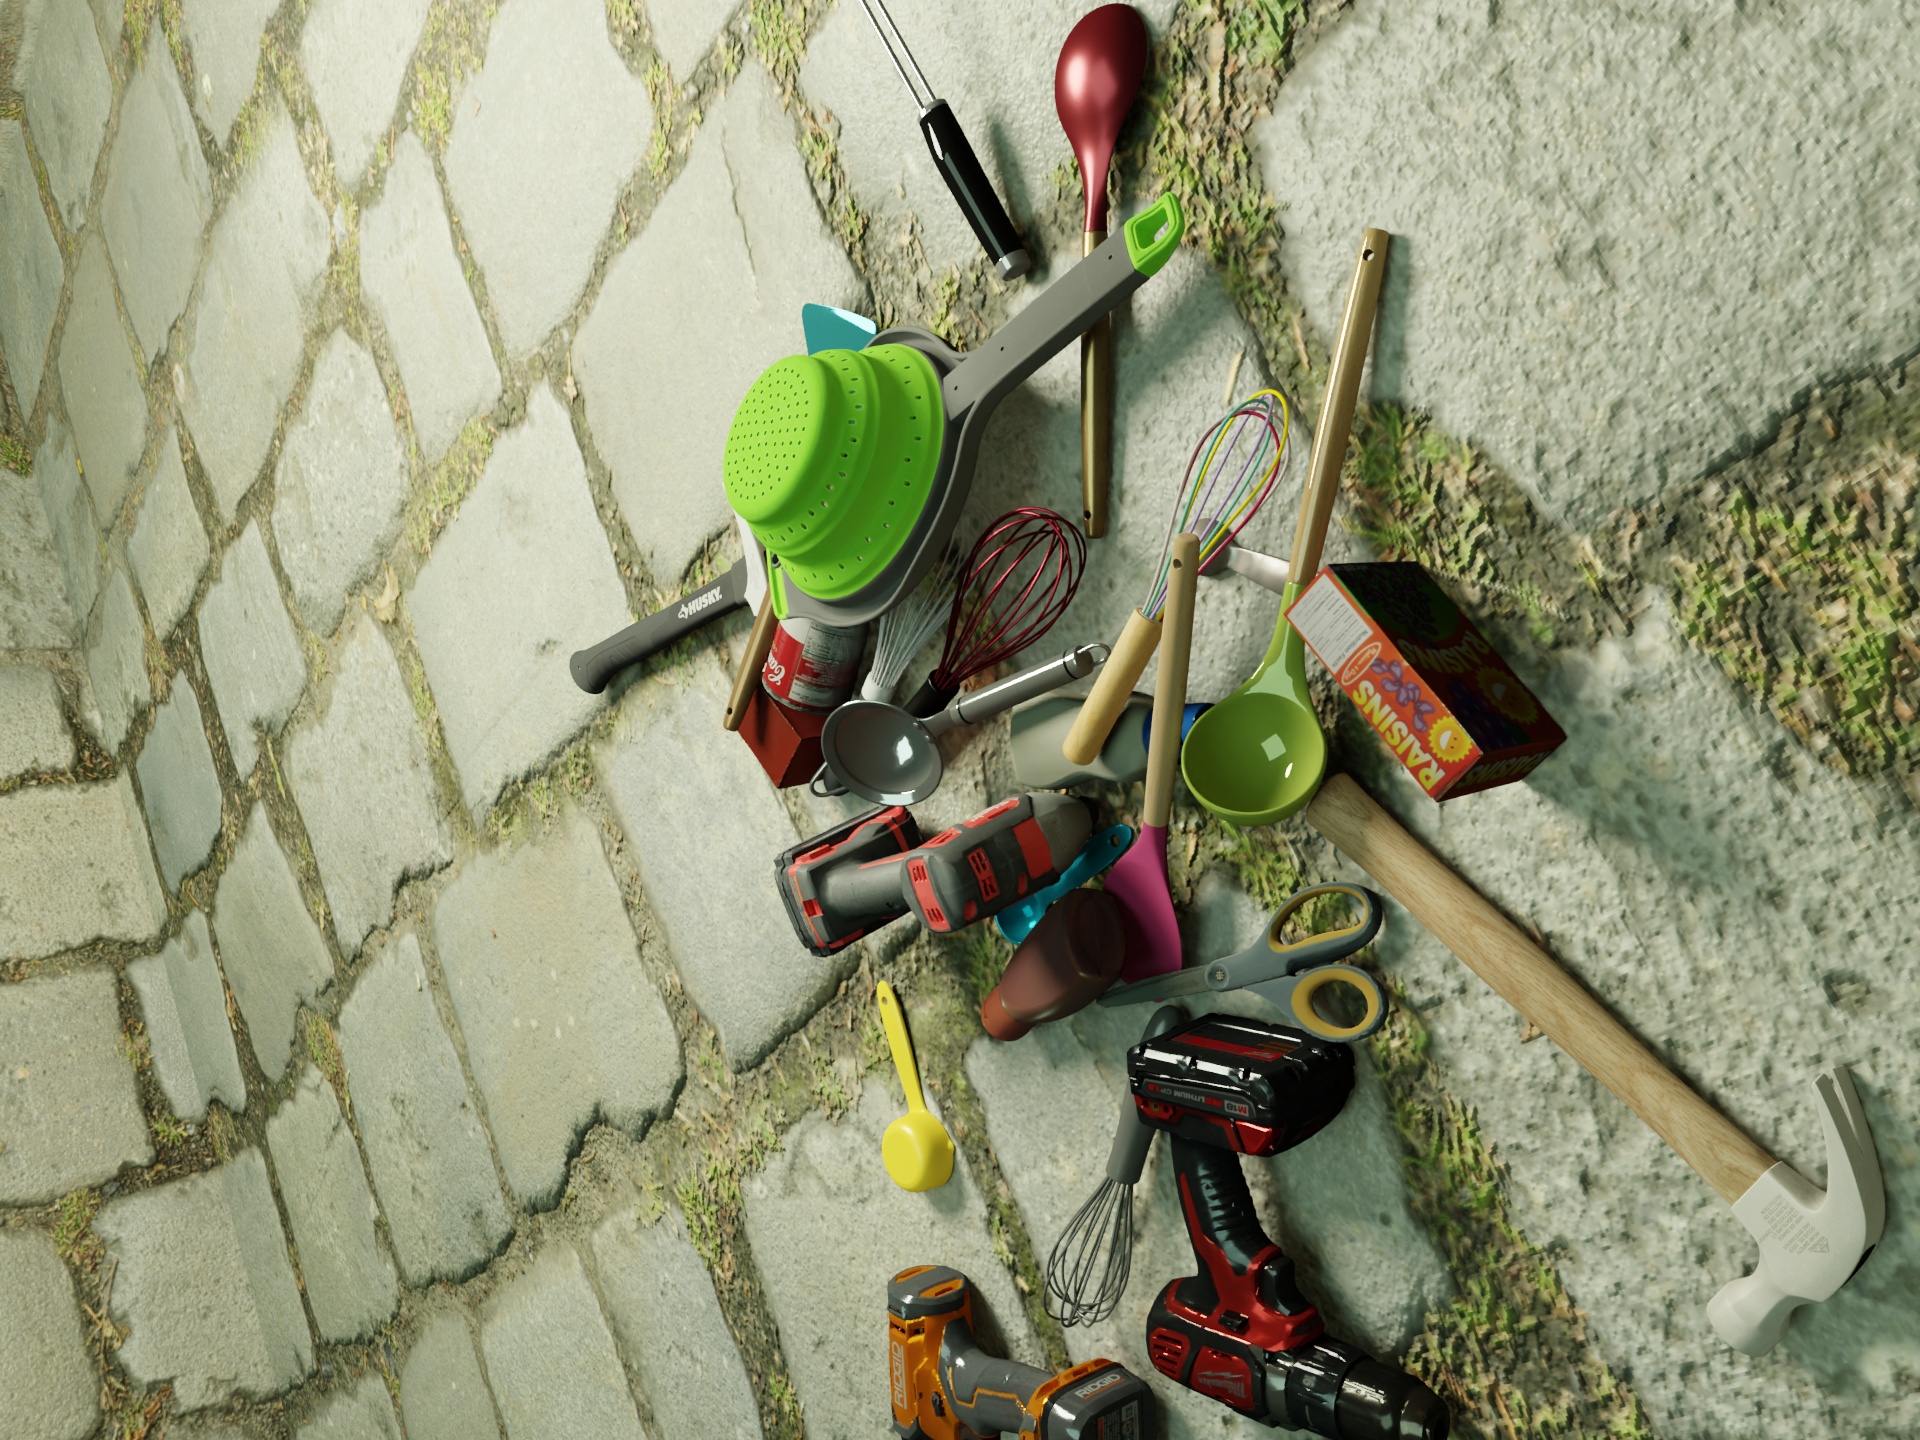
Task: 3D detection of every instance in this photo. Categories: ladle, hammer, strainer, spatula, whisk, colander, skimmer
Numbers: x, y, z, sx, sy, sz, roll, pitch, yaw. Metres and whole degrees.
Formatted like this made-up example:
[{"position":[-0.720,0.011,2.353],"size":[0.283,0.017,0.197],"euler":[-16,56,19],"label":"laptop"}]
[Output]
[{"position":[0.081,-0.268,0.962],"size":[0.069,0.031,0.315],"euler":[10,105,46],"label":"ladle"},{"position":[-0.243,-0.086,1.332],"size":[0.335,0.035,0.146],"euler":[-19,77,49],"label":"hammer"},{"position":[-0.002,-0.003,1.023],"size":[0.258,0.050,0.086],"euler":[-23,114,40],"label":"strainer"},{"position":[-0.126,-0.142,1.164],"size":[0.082,0.044,0.317],"euler":[26,100,38],"label":"spatula"},{"position":[0.183,-0.099,0.844],"size":[0.078,0.062,0.320],"euler":[16,102,25],"label":"ladle"},{"position":[0.296,0.139,0.783],"size":[0.332,0.031,0.130],"euler":[47,128,33],"label":"hammer"},{"position":[0.100,0.286,1.008],"size":[0.055,0.055,0.239],"euler":[30,112,41],"label":"whisk"},{"position":[-0.002,-0.036,1.063],"size":[0.073,0.073,0.295],"euler":[61,139,22],"label":"whisk"},{"position":[-0.045,-0.046,1.115],"size":[0.070,0.070,0.284],"euler":[52,135,29],"label":"whisk"},{"position":[-0.034,-0.205,0.979],"size":[0.397,0.094,0.205],"euler":[-33,53,38],"label":"colander"},{"position":[0.120,-0.076,0.903],"size":[0.047,0.051,0.245],"euler":[38,115,25],"label":"whisk"},{"position":[-0.027,-0.453,1.050],"size":[0.127,0.090,0.363],"euler":[-33,82,42],"label":"skimmer"}]

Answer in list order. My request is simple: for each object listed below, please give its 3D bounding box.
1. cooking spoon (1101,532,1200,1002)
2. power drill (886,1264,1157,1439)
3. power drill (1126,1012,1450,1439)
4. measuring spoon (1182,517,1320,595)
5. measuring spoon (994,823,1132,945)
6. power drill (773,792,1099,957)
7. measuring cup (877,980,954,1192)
[{"position":[0.117,0.037,0.923],"size":[0.069,0.017,0.318],"euler":[32,134,39],"label":"cooking spoon"},{"position":[0.032,0.488,1.091],"size":[0.227,0.084,0.164],"euler":[6,100,51],"label":"power drill"},{"position":[0.182,0.294,0.900],"size":[0.188,0.080,0.226],"euler":[2,100,48],"label":"power drill"},{"position":[0.169,-0.084,0.897],"size":[0.124,0.018,0.034],"euler":[29,116,41],"label":"measuring spoon"},{"position":[0.072,0.104,1.039],"size":[0.128,0.021,0.042],"euler":[-42,67,33],"label":"measuring spoon"},{"position":[-0.015,0.093,1.043],"size":[0.220,0.143,0.078],"euler":[-16,97,53],"label":"power drill"},{"position":[-0.047,0.272,1.177],"size":[0.062,0.029,0.156],"euler":[-21,82,47],"label":"measuring cup"}]
